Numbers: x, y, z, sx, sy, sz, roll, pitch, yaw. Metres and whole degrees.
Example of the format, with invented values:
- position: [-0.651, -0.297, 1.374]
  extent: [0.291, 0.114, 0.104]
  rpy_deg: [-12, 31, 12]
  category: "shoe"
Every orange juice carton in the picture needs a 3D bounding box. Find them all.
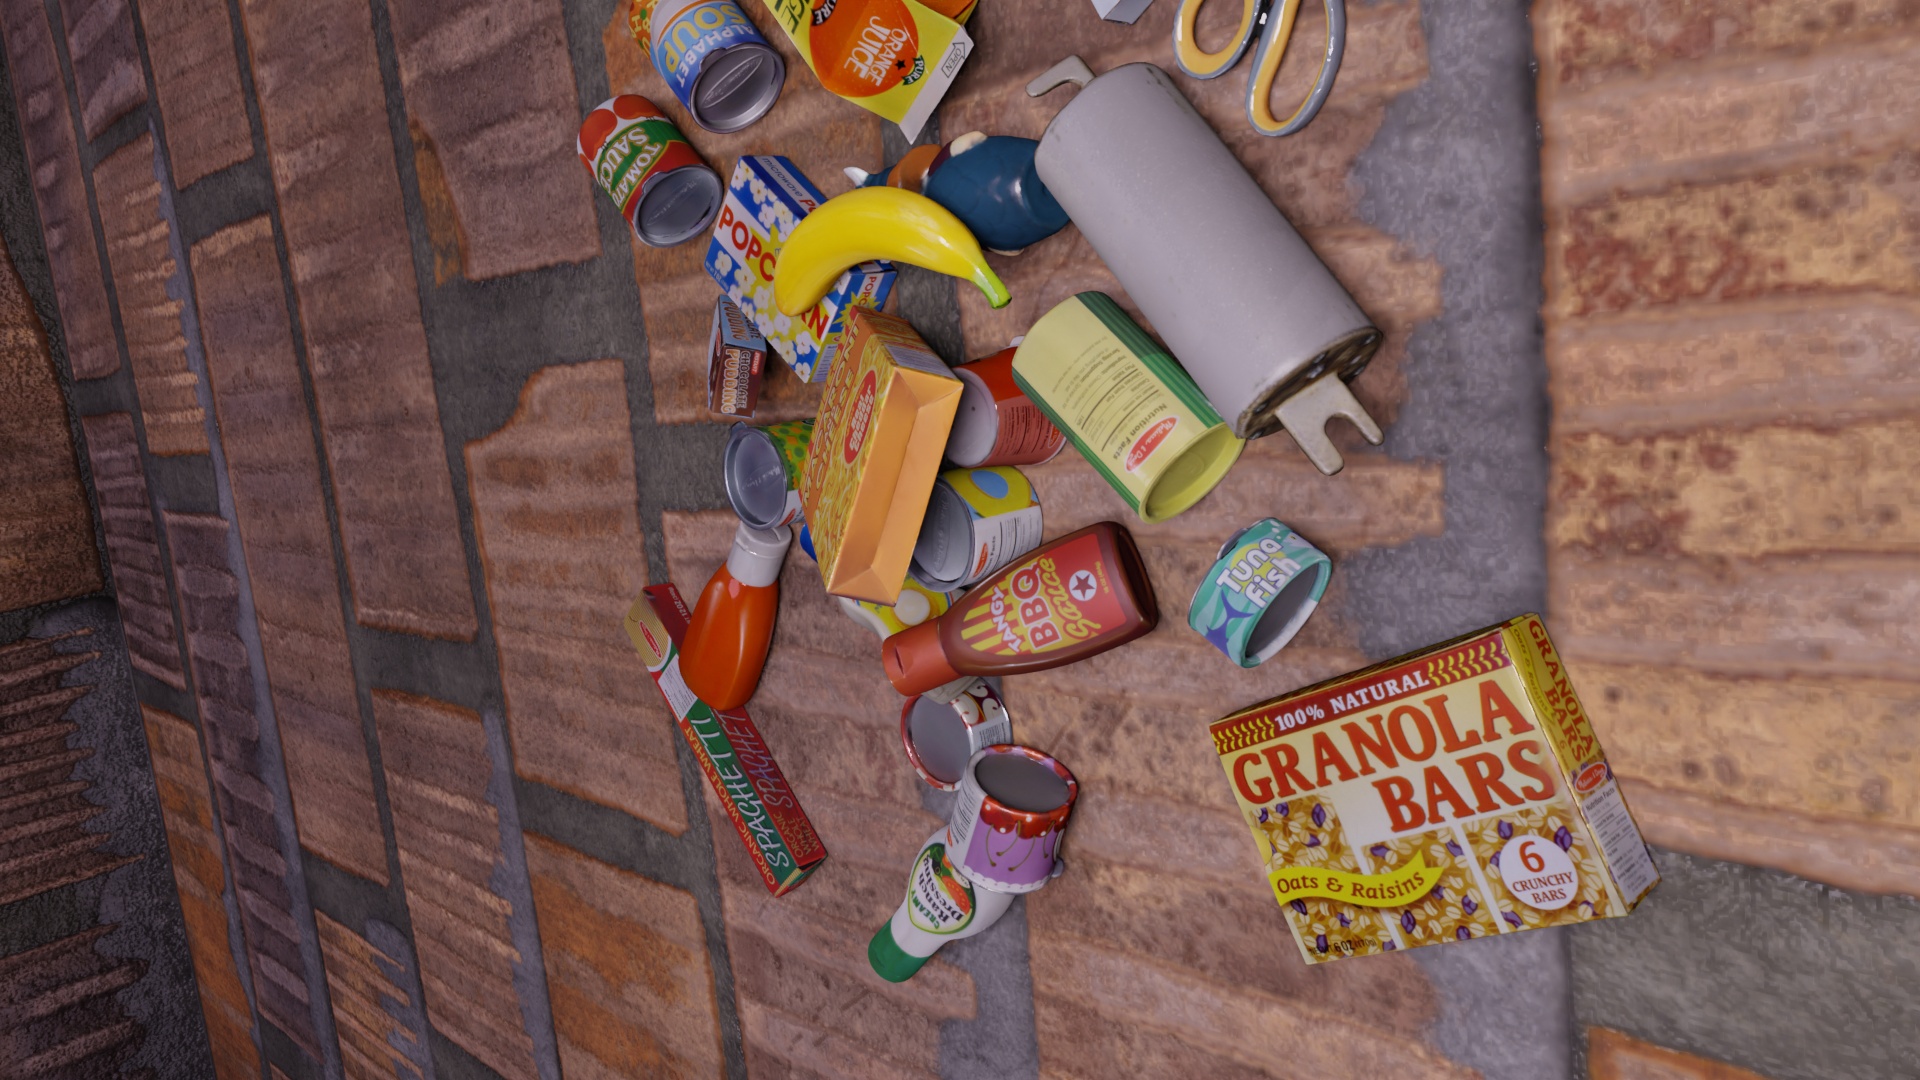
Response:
- position: [-0.059, -0.310, 0.759]
  extent: [0.193, 0.073, 0.071]
  rpy_deg: [57, 134, 18]
  category: "orange juice carton"

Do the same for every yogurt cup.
- position: [0.019, -0.071, 0.756]
  extent: [0.072, 0.054, 0.072]
  rpy_deg: [15, 112, 42]
  category: "yogurt cup"

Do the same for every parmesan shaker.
- position: [0.084, -0.069, 0.684]
  extent: [0.103, 0.071, 0.071]
  rpy_deg: [50, 131, 25]
  category: "parmesan shaker"

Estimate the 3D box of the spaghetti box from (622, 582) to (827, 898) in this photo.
- position: [-0.178, 0.145, 1.033]
  extent: [0.250, 0.029, 0.050]
  rpy_deg: [56, 133, 19]
  category: "spaghetti box"

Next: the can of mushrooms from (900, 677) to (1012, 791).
- position: [-0.005, 0.116, 0.845]
  extent: [0.071, 0.033, 0.070]
  rpy_deg: [15, 112, 42]
  category: "can of mushrooms"

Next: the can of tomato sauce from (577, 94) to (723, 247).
- position: [-0.210, -0.249, 0.931]
  extent: [0.083, 0.071, 0.070]
  rpy_deg: [51, 131, 24]
  category: "can of tomato sauce"

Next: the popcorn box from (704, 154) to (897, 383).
- position: [-0.103, -0.170, 0.866]
  extent: [0.127, 0.038, 0.084]
  rpy_deg: [49, 130, 25]
  category: "popcorn box"

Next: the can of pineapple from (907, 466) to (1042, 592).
- position: [0.003, -0.010, 0.786]
  extent: [0.071, 0.058, 0.070]
  rpy_deg: [14, 110, 43]
  category: "can of pineapple"

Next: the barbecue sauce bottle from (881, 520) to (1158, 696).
- position: [0.028, 0.044, 0.746]
  extent: [0.148, 0.044, 0.065]
  rpy_deg: [-23, 76, 23]
  category: "barbecue sauce bottle"

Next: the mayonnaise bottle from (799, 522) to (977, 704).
- position: [-0.041, 0.032, 0.842]
  extent: [0.065, 0.041, 0.148]
  rpy_deg: [-45, 57, -7]
  category: "mayonnaise bottle"

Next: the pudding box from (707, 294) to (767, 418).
- position: [-0.146, -0.120, 0.901]
  extent: [0.084, 0.030, 0.049]
  rpy_deg: [-108, 30, -57]
  category: "pudding box"

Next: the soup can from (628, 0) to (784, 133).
- position: [-0.159, -0.308, 0.864]
  extent: [0.084, 0.071, 0.071]
  rpy_deg: [53, 132, 22]
  category: "soup can"

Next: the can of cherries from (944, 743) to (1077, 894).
- position: [0.031, 0.159, 0.799]
  extent: [0.071, 0.072, 0.058]
  rpy_deg: [34, 122, 35]
  category: "can of cherries"

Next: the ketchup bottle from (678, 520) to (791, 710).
- position: [-0.156, 0.048, 0.974]
  extent: [0.065, 0.044, 0.148]
  rpy_deg: [44, 128, 28]
  category: "ketchup bottle"

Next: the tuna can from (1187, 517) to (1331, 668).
- position: [0.140, 0.024, 0.647]
  extent: [0.033, 0.071, 0.070]
  rpy_deg: [40, 126, 29]
  category: "tuna can"

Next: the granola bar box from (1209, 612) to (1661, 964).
- position: [0.204, 0.117, 0.627]
  extent: [0.165, 0.039, 0.124]
  rpy_deg: [-29, 79, 45]
  category: "granola bar box"

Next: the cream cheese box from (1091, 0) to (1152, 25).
- position: [0.093, -0.296, 0.643]
  extent: [0.103, 0.024, 0.053]
  rpy_deg: [-40, 71, 43]
  category: "cream cheese box"

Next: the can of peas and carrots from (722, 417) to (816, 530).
- position: [-0.111, -0.046, 0.892]
  extent: [0.071, 0.059, 0.070]
  rpy_deg: [14, 110, 43]
  category: "can of peas and carrots"

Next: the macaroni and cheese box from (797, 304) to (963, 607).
- position: [-0.050, -0.053, 0.765]
  extent: [0.167, 0.040, 0.123]
  rpy_deg: [-122, 47, -67]
  category: "macaroni and cheese box"

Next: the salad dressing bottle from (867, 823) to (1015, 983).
- position: [-0.013, 0.230, 0.876]
  extent: [0.064, 0.044, 0.147]
  rpy_deg: [54, 133, 23]
  category: "salad dressing bottle"
